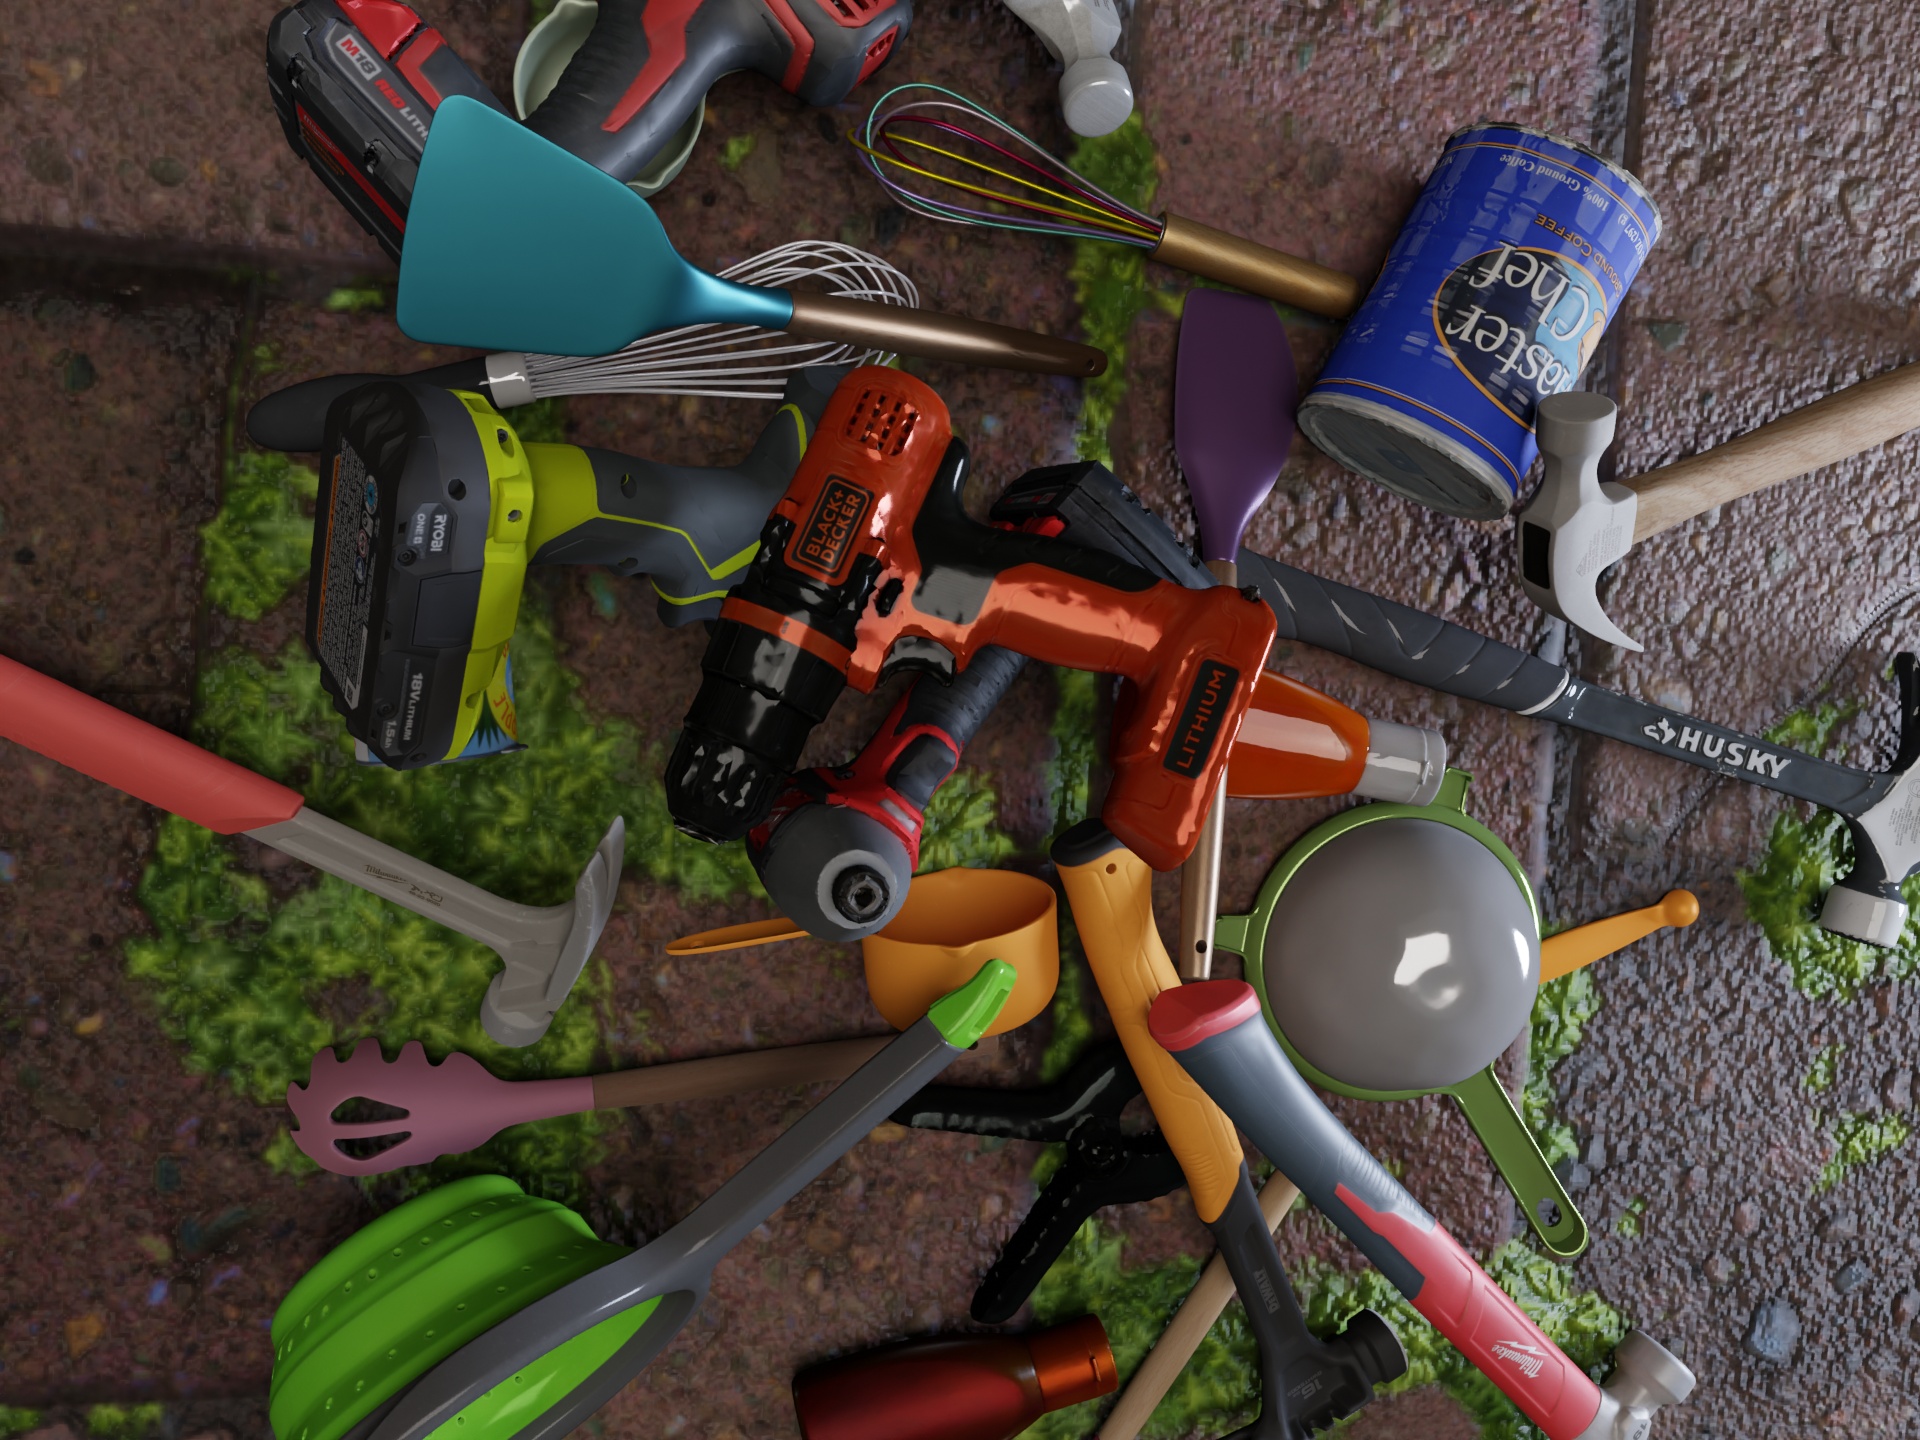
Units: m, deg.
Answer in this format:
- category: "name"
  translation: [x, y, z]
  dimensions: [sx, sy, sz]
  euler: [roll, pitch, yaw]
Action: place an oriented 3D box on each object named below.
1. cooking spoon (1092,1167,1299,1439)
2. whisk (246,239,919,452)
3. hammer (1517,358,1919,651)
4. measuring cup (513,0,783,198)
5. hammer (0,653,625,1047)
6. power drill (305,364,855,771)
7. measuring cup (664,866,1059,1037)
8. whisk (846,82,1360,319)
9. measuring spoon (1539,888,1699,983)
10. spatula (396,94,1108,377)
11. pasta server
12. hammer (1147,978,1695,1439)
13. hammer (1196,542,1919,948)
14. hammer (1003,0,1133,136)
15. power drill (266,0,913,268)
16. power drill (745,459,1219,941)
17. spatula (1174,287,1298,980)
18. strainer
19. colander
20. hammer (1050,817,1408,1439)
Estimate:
- category: "cooking spoon"
  translation: [0.088, 0.332, 0.777]
  dimensions: [0.068, 0.017, 0.319]
  euler: [34, 90, -5]
- category: "whisk"
  translation: [-0.157, -0.149, 0.670]
  dimensions: [0.284, 0.070, 0.070]
  euler: [-12, 98, -3]
- category: "hammer"
  translation: [0.389, -0.127, 0.739]
  dimensions: [0.331, 0.031, 0.130]
  euler: [-21, 126, -21]
- category: "measuring cup"
  translation: [-0.109, -0.273, 0.675]
  dimensions: [0.167, 0.038, 0.083]
  euler: [-27, 95, -18]
- category: "hammer"
  translation: [-0.312, 0.017, 0.636]
  dimensions: [0.359, 0.037, 0.149]
  euler: [26, 134, -6]
- category: "power drill"
  translation: [-0.127, -0.053, 0.621]
  dimensions: [0.223, 0.080, 0.171]
  euler: [-6, 127, -38]
- category: "measuring cup"
  translation: [-0.041, 0.110, 0.704]
  dimensions: [0.173, 0.095, 0.052]
  euler: [-8, 105, 1]
- category: "whisk"
  translation: [0.067, -0.225, 0.707]
  dimensions: [0.245, 0.047, 0.051]
  euler: [13, 92, -15]
- category: "measuring spoon"
  translation: [0.320, 0.112, 0.797]
  dimensions: [0.117, 0.011, 0.021]
  euler: [-20, 99, -7]
- category: "spatula"
  translation: [-0.055, -0.162, 0.621]
  dimensions: [0.317, 0.044, 0.082]
  euler: [-3, 120, -44]
- category: "pasta server"
  translation: [-0.138, 0.162, 0.718]
  dimensions: [0.316, 0.040, 0.060]
  euler: [-5, 97, -13]
- category: "hammer"
  translation: [0.202, 0.260, 0.736]
  dimensions: [0.143, 0.038, 0.386]
  euler: [-47, 113, -8]
- category: "hammer"
  translation: [0.302, -0.013, 0.770]
  dimensions: [0.408, 0.036, 0.149]
  euler: [17, 92, -11]
- category: "hammer"
  translation: [-0.064, -0.340, 0.589]
  dimensions: [0.330, 0.033, 0.128]
  euler: [18, 51, -38]
- category: "power drill"
  translation: [-0.151, -0.279, 0.604]
  dimensions: [0.227, 0.080, 0.188]
  euler: [-44, 99, -17]
- category: "power drill"
  translation: [-0.001, -0.002, 0.665]
  dimensions: [0.078, 0.143, 0.219]
  euler: [42, 86, -14]
- category: "spatula"
  translation: [0.115, -0.044, 0.704]
  dimensions: [0.059, 0.018, 0.316]
  euler: [8, 78, -11]
- category: "strainer"
  translation: [0.242, 0.160, 0.756]
  dimensions: [0.151, 0.069, 0.256]
  euler: [-32, 98, -2]
- category: "colander"
  translation: [-0.151, 0.203, 0.655]
  dimensions: [0.397, 0.204, 0.095]
  euler: [-41, 70, 2]
- category: "hammer"
  translation: [0.105, 0.198, 0.724]
  dimensions: [0.127, 0.034, 0.336]
  euler: [-27, 109, -15]
